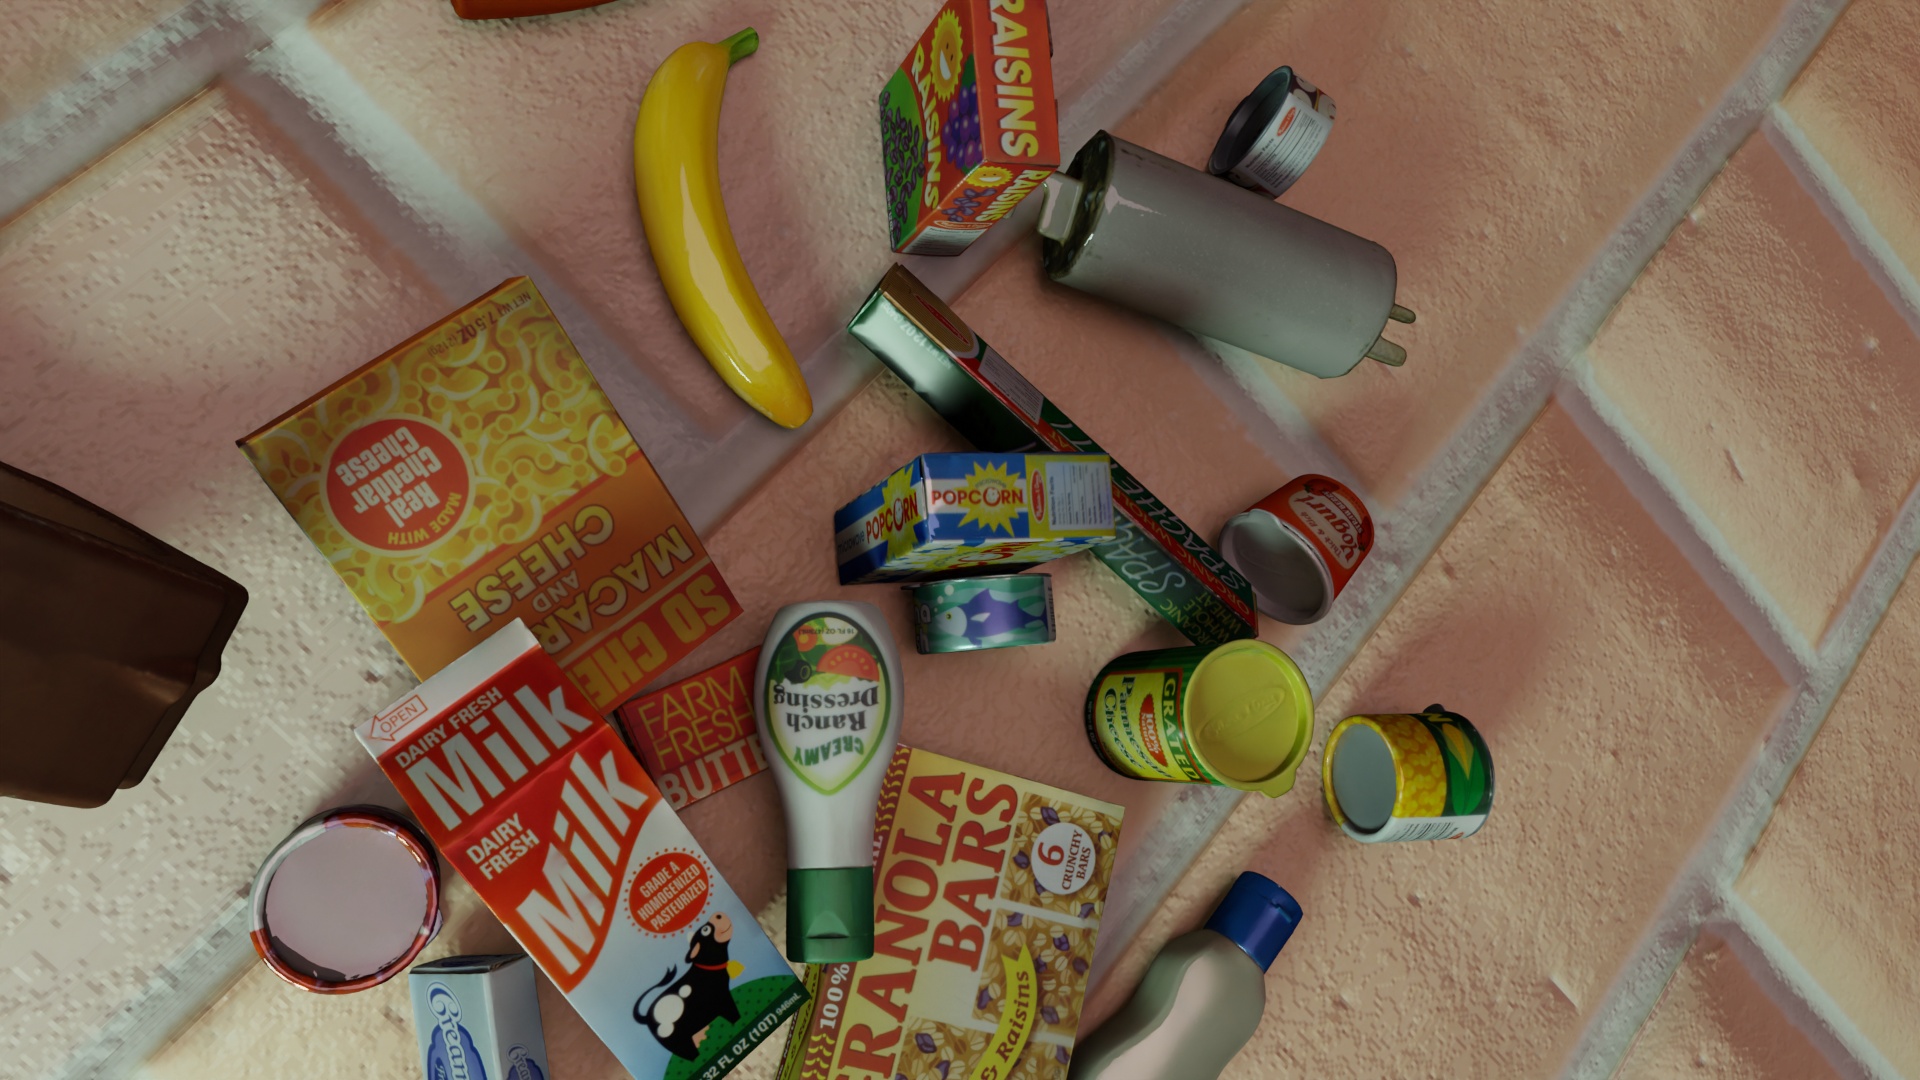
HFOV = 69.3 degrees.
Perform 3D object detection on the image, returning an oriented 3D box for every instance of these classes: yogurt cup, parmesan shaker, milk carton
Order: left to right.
[{"bbox_3d":[-0.145,0.123,0.537,0.072,0.073,0.190,-38,114,-20],"label":"milk carton"},{"bbox_3d":[0.110,0.085,0.654,0.071,0.103,0.071,3,81,-21],"label":"parmesan shaker"},{"bbox_3d":[0.175,0.002,0.714,0.054,0.072,0.072,-38,97,-29],"label":"yogurt cup"}]

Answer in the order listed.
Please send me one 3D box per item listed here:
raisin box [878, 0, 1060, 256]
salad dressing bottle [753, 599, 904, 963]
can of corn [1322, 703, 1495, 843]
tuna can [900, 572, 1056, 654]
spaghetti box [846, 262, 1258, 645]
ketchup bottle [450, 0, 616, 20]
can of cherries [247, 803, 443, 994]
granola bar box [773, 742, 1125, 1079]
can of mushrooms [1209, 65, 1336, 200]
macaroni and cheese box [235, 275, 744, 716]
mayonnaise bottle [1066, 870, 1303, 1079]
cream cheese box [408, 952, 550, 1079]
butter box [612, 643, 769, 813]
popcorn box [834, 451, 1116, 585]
[{"bbox_3d":[0.002,-0.191,0.641,0.040,0.123,0.086,-2,83,-21],"label":"raisin box"},{"bbox_3d":[-0.055,0.101,0.587,0.064,0.044,0.148,-1,79,-3],"label":"salad dressing bottle"},{"bbox_3d":[0.229,0.119,0.717,0.058,0.071,0.071,2,82,-21],"label":"can of corn"},{"bbox_3d":[0.008,0.034,0.642,0.071,0.071,0.033,-3,85,-22],"label":"tuna can"},{"bbox_3d":[0.050,-0.036,0.675,0.250,0.050,0.028,41,114,-11],"label":"spaghetti box"},{"bbox_3d":[-0.160,-0.277,0.633,0.149,0.043,0.064,-15,89,-23],"label":"ketchup bottle"},{"bbox_3d":[-0.233,0.138,0.537,0.071,0.058,0.071,3,81,-20],"label":"can of cherries"},{"bbox_3d":[-0.004,0.186,0.630,0.124,0.039,0.166,18,76,-17],"label":"granola bar box"},{"bbox_3d":[0.166,-0.216,0.741,0.033,0.071,0.071,29,73,-15],"label":"can of mushrooms"},{"bbox_3d":[-0.184,-0.004,0.564,0.124,0.040,0.166,-38,113,-20],"label":"macaroni and cheese box"},{"bbox_3d":[0.110,0.228,0.668,0.064,0.041,0.148,47,68,-11],"label":"mayonnaise bottle"},{"bbox_3d":[-0.186,0.216,0.546,0.024,0.053,0.104,-4,83,-55],"label":"cream cheese box"},{"bbox_3d":[-0.096,0.077,0.617,0.104,0.024,0.053,-23,90,-23],"label":"butter box"},{"bbox_3d":[0.002,-0.008,0.613,0.085,0.126,0.038,-1,81,-22],"label":"popcorn box"}]
